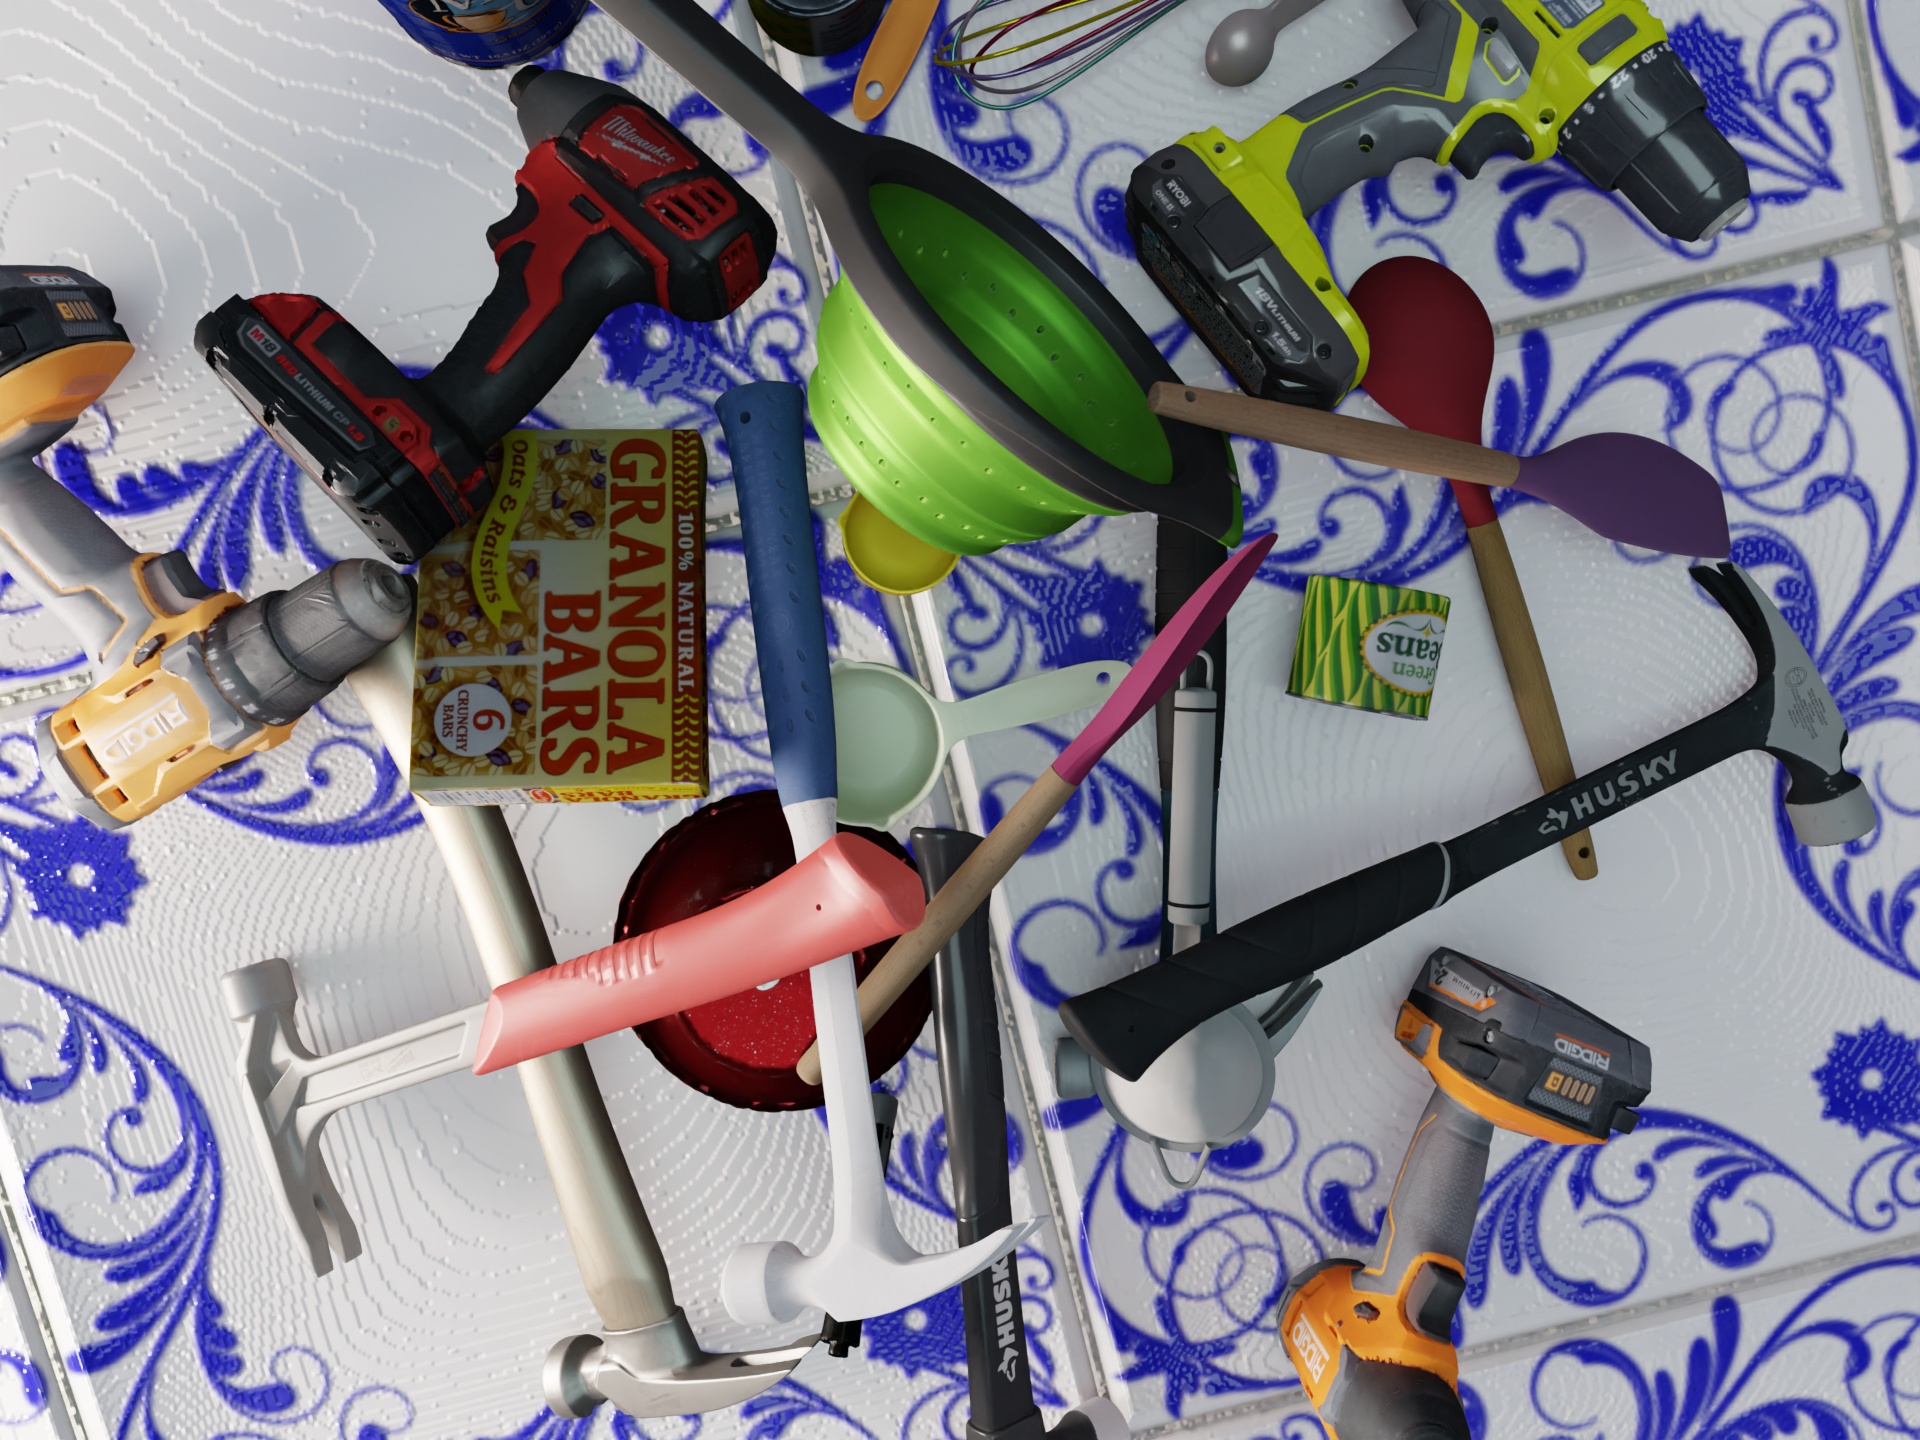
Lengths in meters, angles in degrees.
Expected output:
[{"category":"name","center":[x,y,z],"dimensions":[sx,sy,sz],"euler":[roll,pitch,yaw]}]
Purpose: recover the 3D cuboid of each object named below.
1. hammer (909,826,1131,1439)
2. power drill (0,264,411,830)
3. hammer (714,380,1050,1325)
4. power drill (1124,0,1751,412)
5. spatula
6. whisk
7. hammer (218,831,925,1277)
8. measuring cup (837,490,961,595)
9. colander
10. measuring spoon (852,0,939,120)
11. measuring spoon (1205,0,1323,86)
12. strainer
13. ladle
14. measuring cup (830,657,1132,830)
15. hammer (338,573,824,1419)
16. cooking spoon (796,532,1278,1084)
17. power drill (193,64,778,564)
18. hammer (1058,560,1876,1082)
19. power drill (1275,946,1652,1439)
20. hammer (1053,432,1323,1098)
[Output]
[{"category":"hammer","center":[0.005,0.214,0.745],"dimensions":[0.146,0.035,0.335],"euler":[-8,95,-38]},{"category":"power drill","center":[-0.362,-0.085,0.694],"dimensions":[0.185,0.084,0.226],"euler":[-27,99,15]},{"category":"hammer","center":[-0.058,0.046,0.688],"dimensions":[0.144,0.035,0.406],"euler":[-14,77,26]},{"category":"power drill","center":[0.207,-0.238,0.697],"dimensions":[0.228,0.080,0.190],"euler":[-37,81,2]},{"category":"spatula","center":[0.223,-0.117,0.706],"dimensions":[0.315,0.018,0.060],"euler":[6,72,-23]},{"category":"whisk","center":[0.104,-0.334,0.716],"dimensions":[0.245,0.047,0.051],"euler":[-21,96,-3]},{"category":"hammer","center":[-0.173,0.134,0.690],"dimensions":[0.359,0.036,0.149],"euler":[-20,88,22]},{"category":"measuring cup","center":[-0.020,-0.134,0.747],"dimensions":[0.062,0.029,0.156],"euler":[10,84,-6]},{"category":"colander","center":[-0.058,-0.182,0.638],"dimensions":[0.396,0.205,0.094],"euler":[36,121,-19]},{"category":"measuring spoon","center":[-0.020,-0.329,0.729],"dimensions":[0.021,0.011,0.117],"euler":[27,98,-6]},{"category":"measuring spoon","center":[0.165,-0.329,0.716],"dimensions":[0.124,0.034,0.018],"euler":[-37,53,8]},{"category":"strainer","center":[0.103,0.096,0.733],"dimensions":[0.087,0.050,0.258],"euler":[2,93,14]},{"category":"ladle","center":[0.255,-0.069,0.759],"dimensions":[0.069,0.031,0.315],"euler":[-20,98,1]},{"category":"measuring cup","center":[-0.001,-0.002,0.750],"dimensions":[0.167,0.038,0.083],"euler":[-15,97,-1]},{"category":"hammer","center":[-0.192,0.128,0.739],"dimensions":[0.146,0.038,0.410],"euler":[-17,94,25]},{"category":"cooking spoon","center":[0.028,0.042,0.683],"dimensions":[0.017,0.068,0.319],"euler":[42,104,11]},{"category":"power drill","center":[-0.202,-0.186,0.683],"dimensions":[0.143,0.078,0.220],"euler":[44,77,11]},{"category":"hammer","center":[0.231,0.058,0.726],"dimensions":[0.409,0.036,0.149],"euler":[-23,94,-13]},{"category":"power drill","center":[0.224,0.231,0.723],"dimensions":[0.084,0.164,0.226],"euler":[22,93,-4]},{"category":"hammer","center":[0.108,0.019,0.759],"dimensions":[0.128,0.033,0.331],"euler":[-1,96,-1]}]
